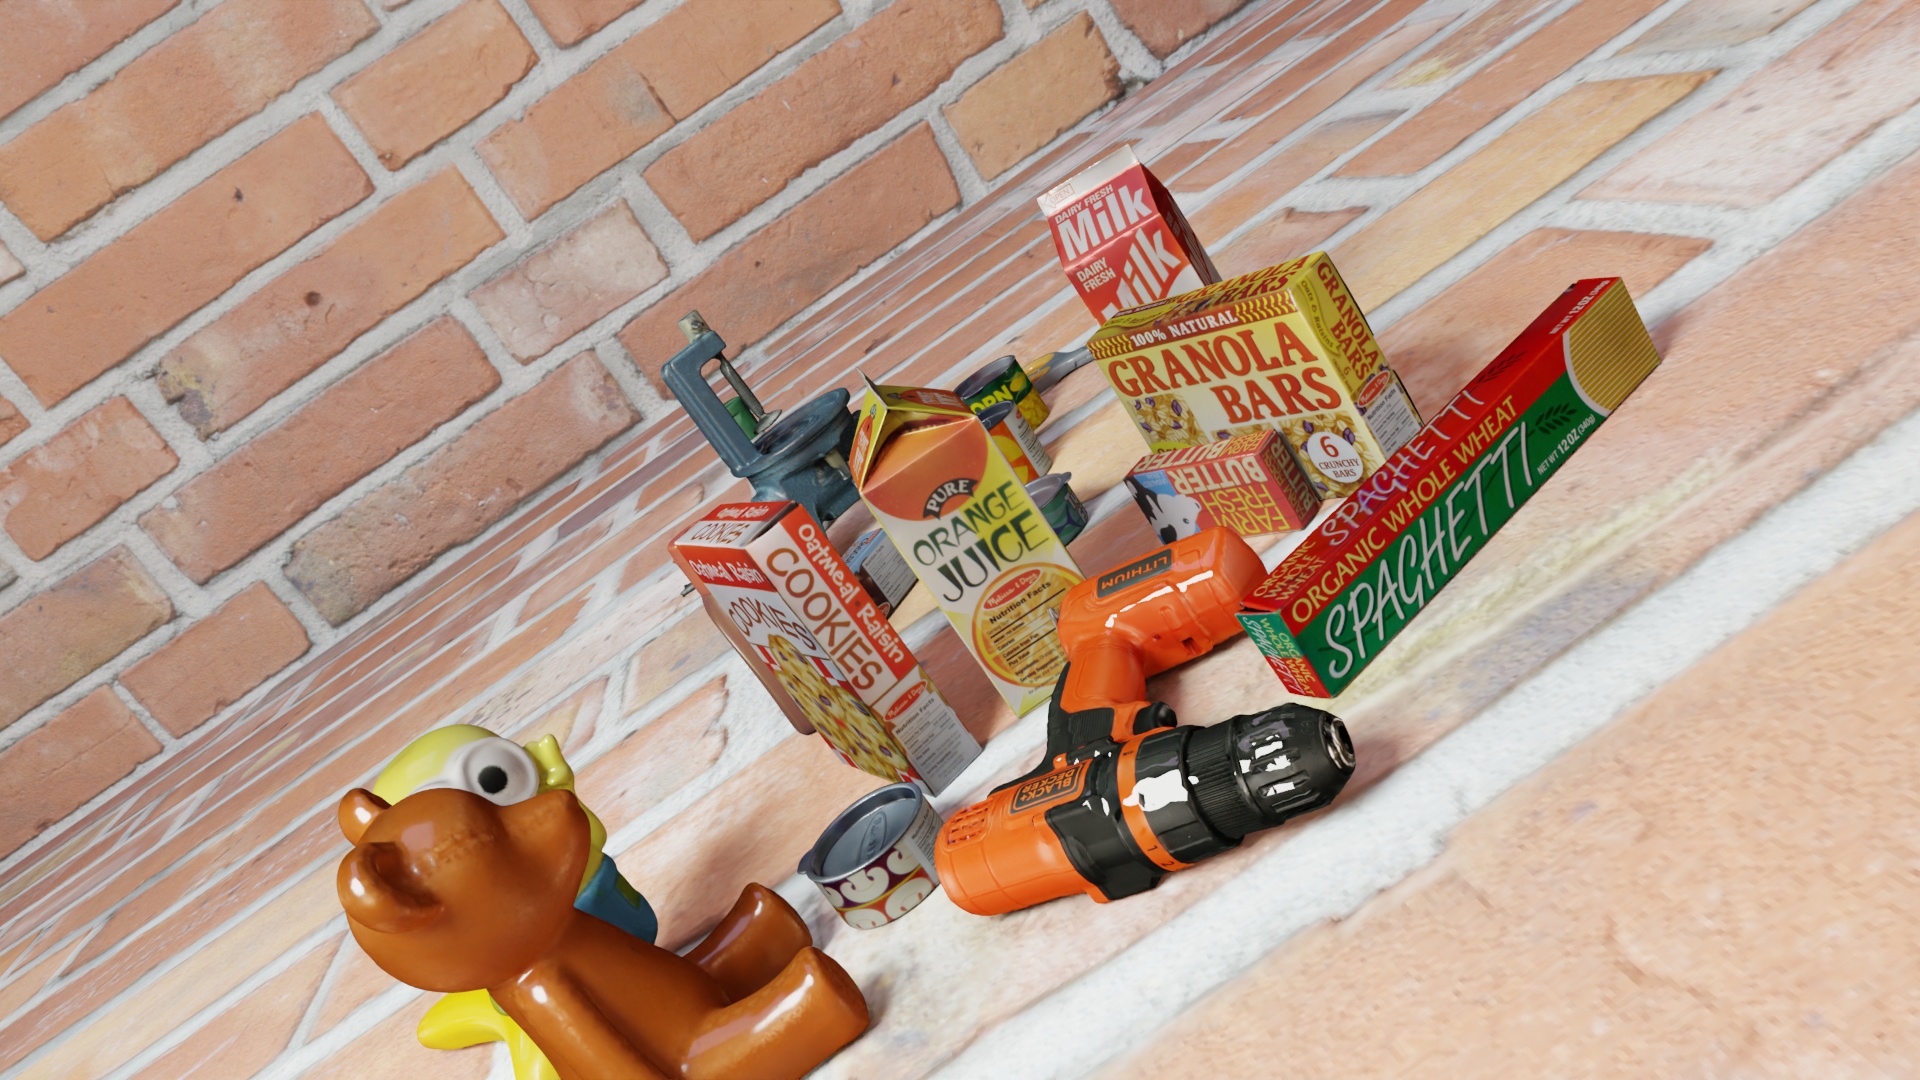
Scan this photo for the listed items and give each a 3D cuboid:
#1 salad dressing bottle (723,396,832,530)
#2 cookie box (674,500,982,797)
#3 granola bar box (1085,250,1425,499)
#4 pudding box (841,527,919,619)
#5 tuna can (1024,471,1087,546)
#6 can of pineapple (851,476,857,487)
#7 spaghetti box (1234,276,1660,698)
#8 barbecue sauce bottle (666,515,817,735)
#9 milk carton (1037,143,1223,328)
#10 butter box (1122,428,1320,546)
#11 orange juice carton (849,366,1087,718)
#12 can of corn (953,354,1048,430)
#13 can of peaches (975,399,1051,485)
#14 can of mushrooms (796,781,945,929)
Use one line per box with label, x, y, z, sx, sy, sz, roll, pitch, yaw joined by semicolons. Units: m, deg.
salad dressing bottle;-0.177;-0.065;1.292;0.064;0.147;0.044;-37;17;-7
cookie box;-0.073;0.054;0.745;0.040;0.167;0.123;-42;18;-21
granola bar box;0.158;-0.080;0.751;0.039;0.124;0.165;-43;19;-25
pudding box;-0.069;0.034;0.994;0.030;0.049;0.084;-20;22;40
tuna can;0.052;-0.014;0.927;0.071;0.032;0.071;-31;17;11
can of pineapple;-0.047;-0.045;1.150;0.071;0.057;0.071;-31;17;11
spaghetti box;0.222;-0.028;0.618;0.251;0.050;0.028;-41;18;-19
barbecue sauce bottle;-0.129;0.052;0.886;0.043;0.148;0.065;-34;17;4
milk carton;0.129;-0.158;0.903;0.072;0.190;0.074;-28;18;23
butter box;0.141;-0.027;0.760;0.024;0.053;0.103;-45;20;-31
orange juice carton;0.003;-0.009;0.732;0.073;0.192;0.072;-34;17;2
can of corn;0.033;-0.116;1.191;0.071;0.058;0.071;-31;17;11
can of peaches;0.027;-0.065;1.069;0.071;0.058;0.071;-31;17;11
can of mushrooms;-0.039;0.149;0.655;0.071;0.033;0.071;-31;17;11
